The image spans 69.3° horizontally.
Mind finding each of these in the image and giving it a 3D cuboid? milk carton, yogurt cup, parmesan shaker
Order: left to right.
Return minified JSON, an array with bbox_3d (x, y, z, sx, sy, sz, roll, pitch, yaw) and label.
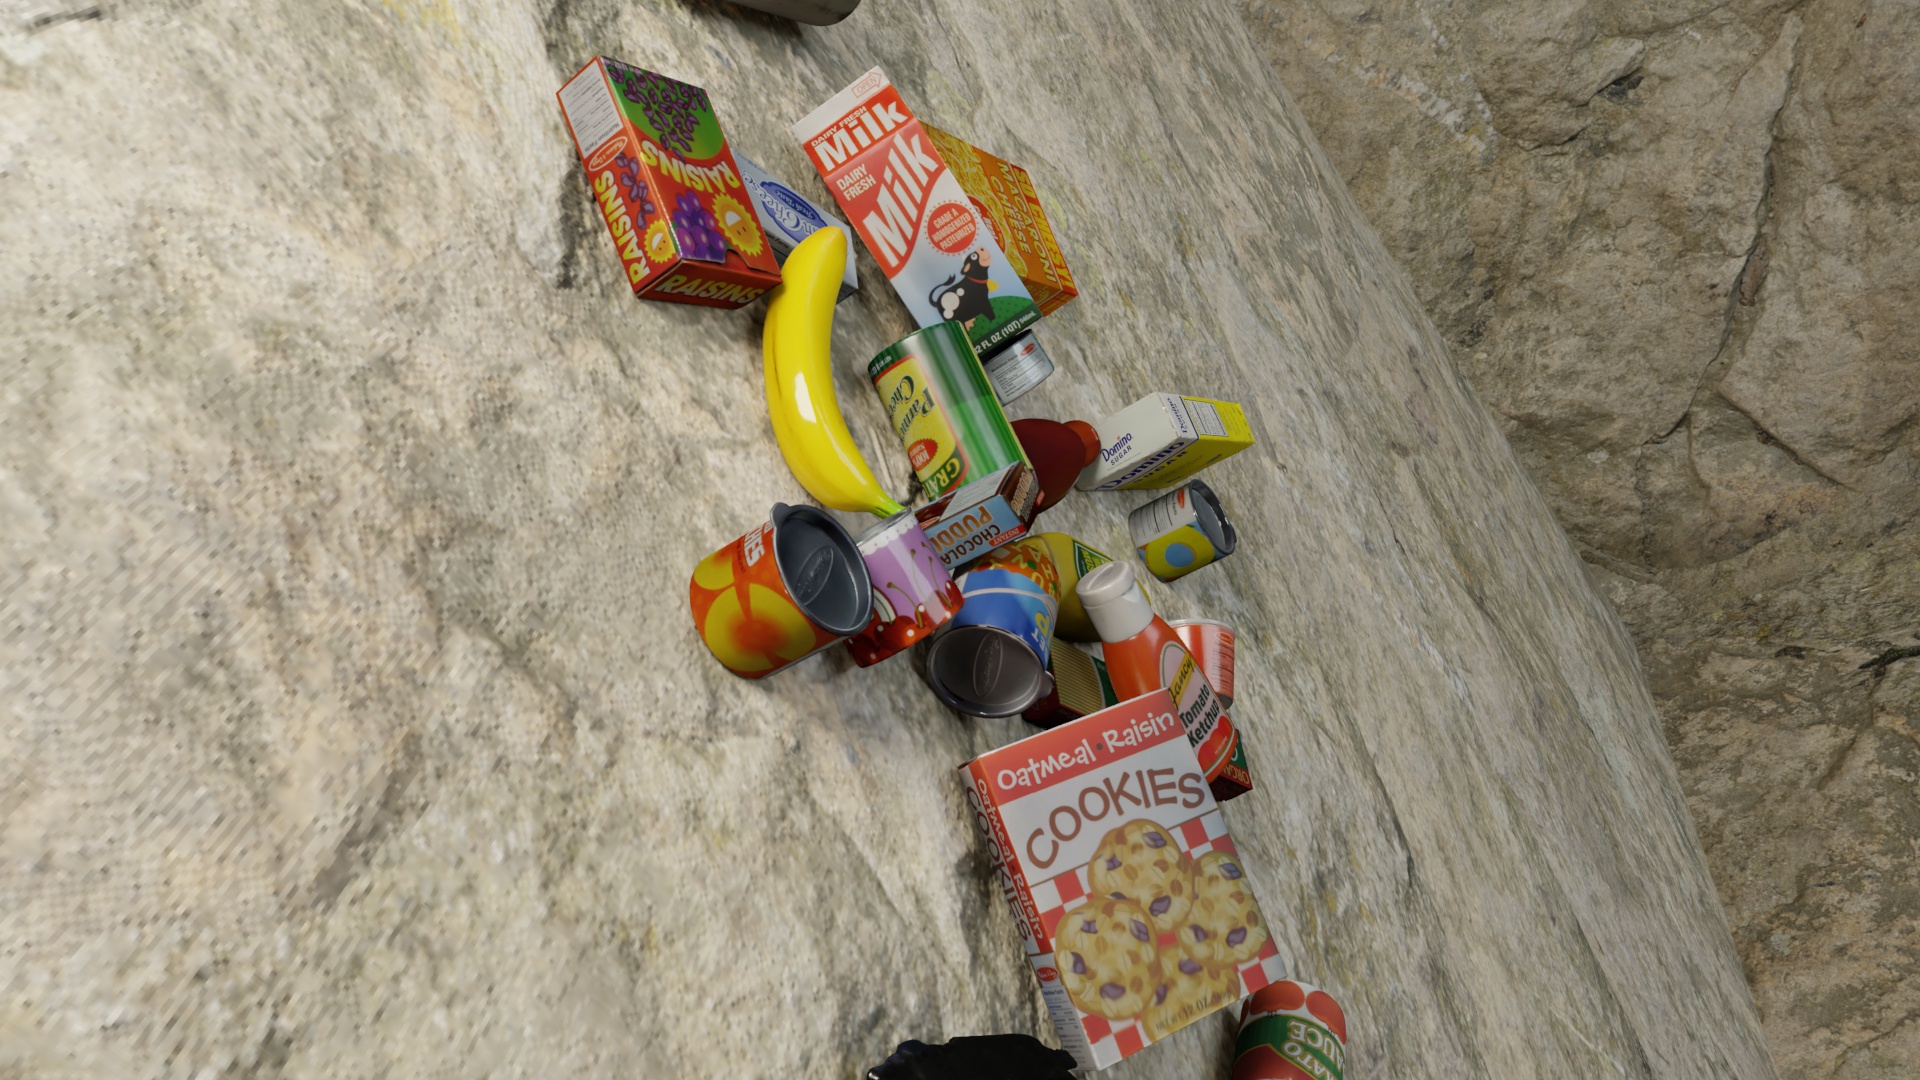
[{"bbox_3d":[-0.028,-0.208,0.908,0.190,0.072,0.073,55,5,-10],"label":"milk carton"},{"bbox_3d":[-0.008,-0.074,0.855,0.071,0.071,0.103,-14,76,-61],"label":"parmesan shaker"},{"bbox_3d":[0.164,0.093,0.988,0.072,0.072,0.054,29,50,-45],"label":"yogurt cup"}]

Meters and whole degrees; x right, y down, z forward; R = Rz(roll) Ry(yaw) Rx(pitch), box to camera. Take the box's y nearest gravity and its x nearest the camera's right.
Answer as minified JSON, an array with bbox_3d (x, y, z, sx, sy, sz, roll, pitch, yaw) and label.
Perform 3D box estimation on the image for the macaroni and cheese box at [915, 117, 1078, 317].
[{"bbox_3d":[0.016,-0.244,1.068,0.167,0.040,0.124,2,63,-58],"label":"macaroni and cheese box"}]

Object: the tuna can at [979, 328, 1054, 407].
[{"bbox_3d":[0.027,-0.113,0.947,0.033,0.071,0.071,57,28,-10],"label":"tuna can"}]

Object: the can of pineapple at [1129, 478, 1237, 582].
[{"bbox_3d":[0.177,-0.006,1.100,0.071,0.057,0.071,39,36,-36],"label":"can of pineapple"}]

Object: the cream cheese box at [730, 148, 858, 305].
[{"bbox_3d":[-0.106,-0.186,0.834,0.104,0.024,0.053,25,46,-48],"label":"cream cheese box"}]

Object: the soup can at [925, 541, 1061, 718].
[{"bbox_3d":[0.023,0.050,0.787,0.071,0.071,0.084,50,30,-21],"label":"soup can"}]

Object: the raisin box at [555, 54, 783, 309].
[{"bbox_3d":[-0.153,-0.188,0.742,0.086,0.040,0.123,-6,71,-61],"label":"raisin box"}]

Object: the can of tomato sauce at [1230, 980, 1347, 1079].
[{"bbox_3d":[0.199,0.318,0.837,0.071,0.071,0.083,55,28,-12],"label":"can of tomato sauce"}]

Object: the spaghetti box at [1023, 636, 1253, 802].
[{"bbox_3d":[0.122,0.123,0.927,0.250,0.028,0.050,29,43,-45],"label":"spaghetti box"}]

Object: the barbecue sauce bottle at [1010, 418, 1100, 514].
[{"bbox_3d":[0.058,-0.057,0.966,0.065,0.043,0.149,62,28,0],"label":"barbecue sauce bottle"}]

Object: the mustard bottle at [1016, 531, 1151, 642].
[{"bbox_3d":[0.087,0.037,0.924,0.160,0.048,0.065,17,56,-52],"label":"mustard bottle"}]

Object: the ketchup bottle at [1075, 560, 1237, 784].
[{"bbox_3d":[0.120,0.083,0.868,0.065,0.043,0.148,-45,113,-39],"label":"ketchup bottle"}]

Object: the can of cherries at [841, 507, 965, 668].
[{"bbox_3d":[-0.041,0.025,0.710,0.058,0.071,0.072,60,28,-6],"label":"can of cherries"}]

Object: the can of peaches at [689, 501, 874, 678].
[{"bbox_3d":[-0.085,0.023,0.647,0.071,0.058,0.071,38,36,-35],"label":"can of peaches"}]

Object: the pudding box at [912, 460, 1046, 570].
[{"bbox_3d":[0.003,-0.010,0.793,0.030,0.083,0.050,56,28,-16],"label":"pudding box"}]

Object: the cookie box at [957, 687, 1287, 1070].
[{"bbox_3d":[0.085,0.177,0.745,0.123,0.040,0.167,-16,76,-25],"label":"cookie box"}]
